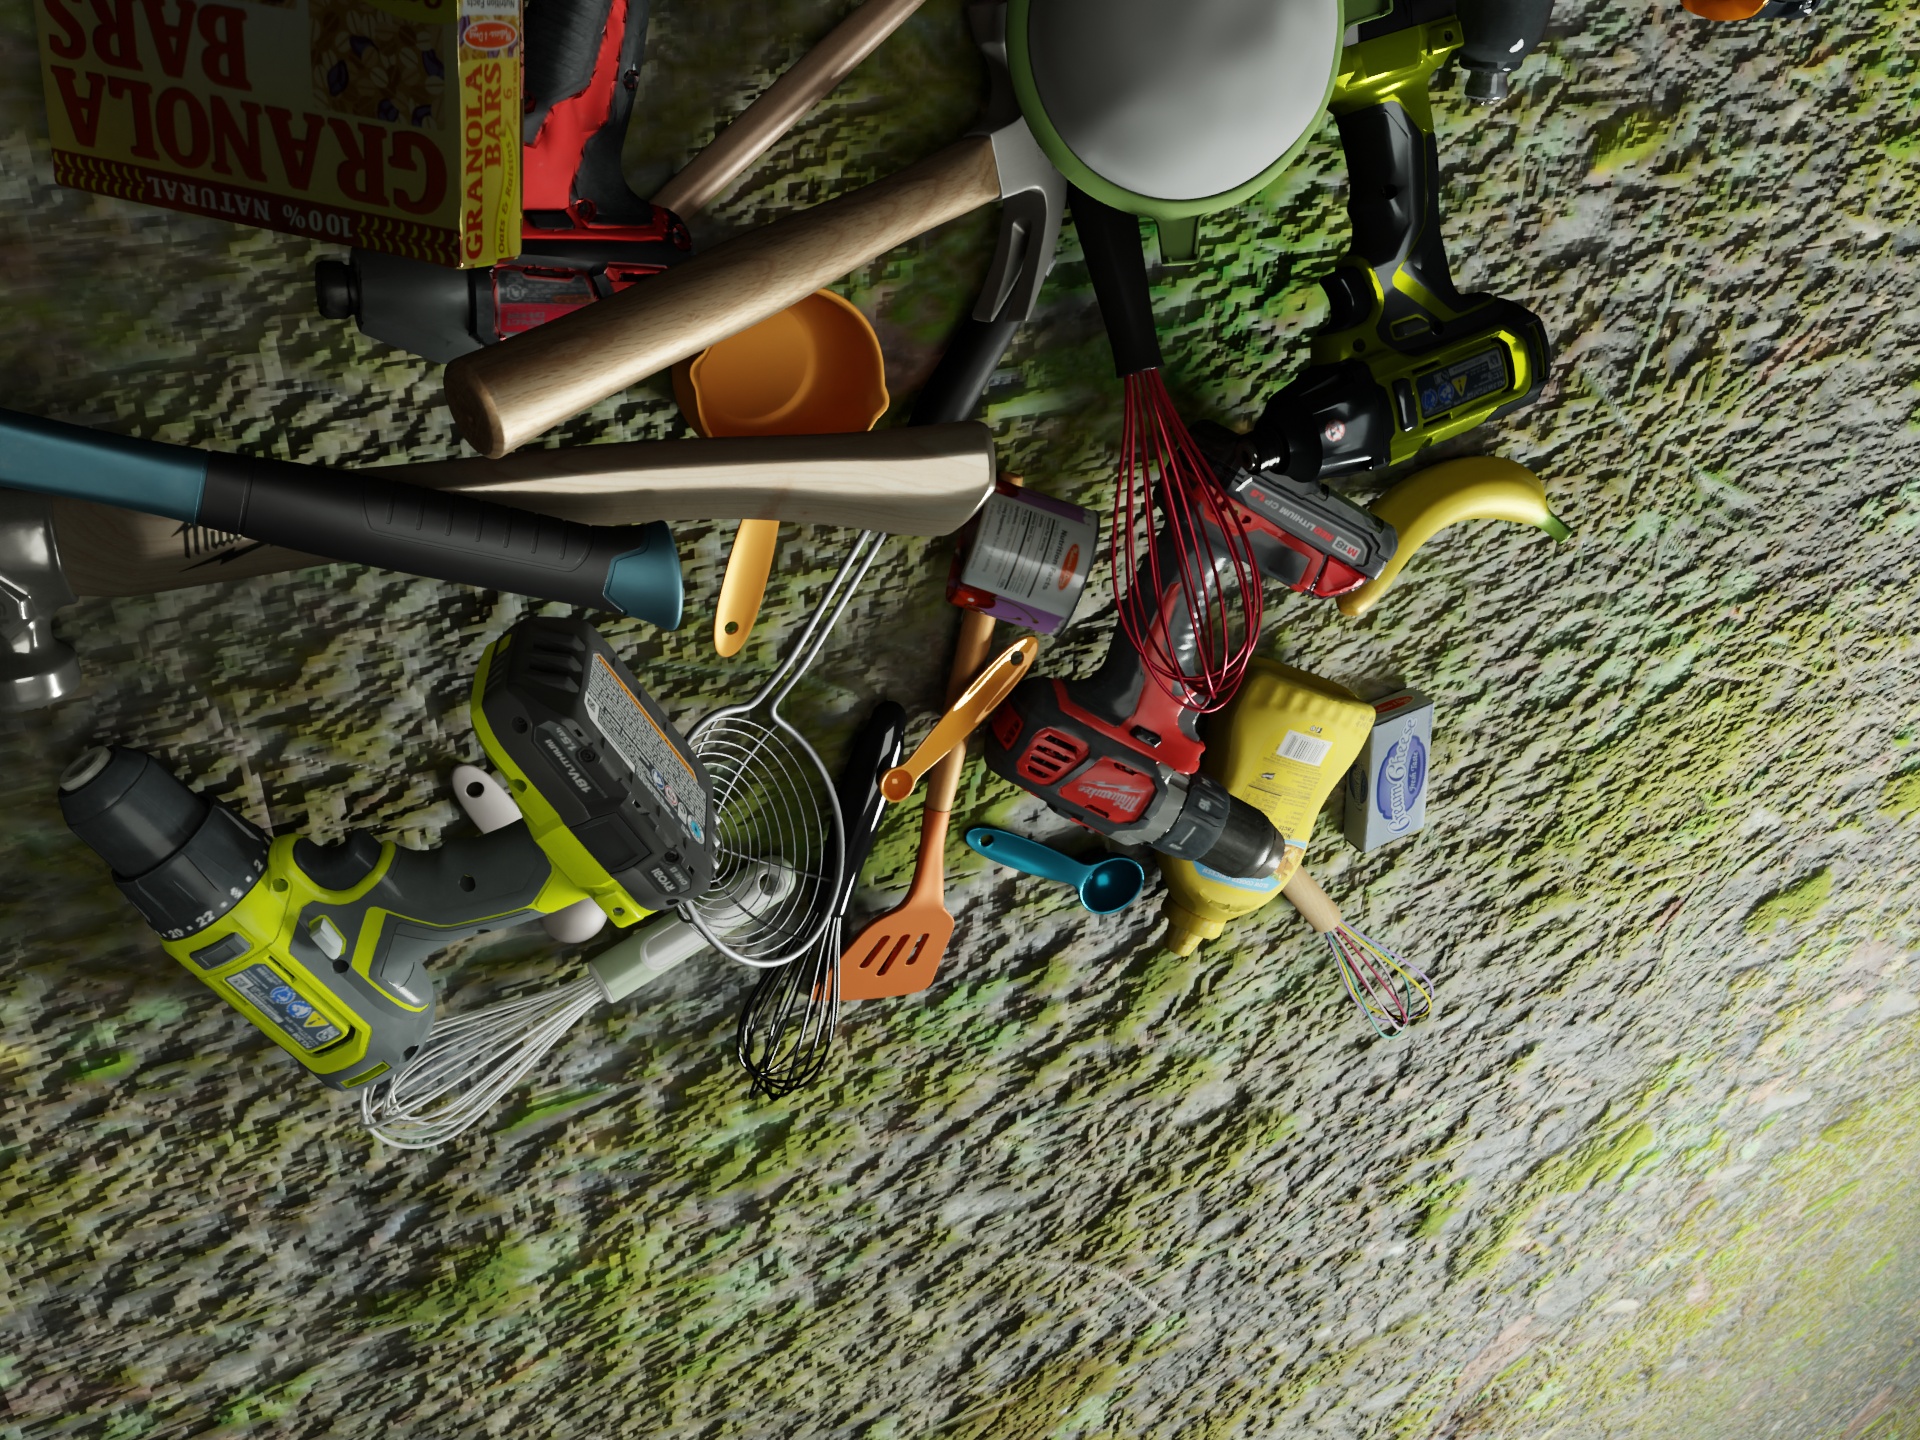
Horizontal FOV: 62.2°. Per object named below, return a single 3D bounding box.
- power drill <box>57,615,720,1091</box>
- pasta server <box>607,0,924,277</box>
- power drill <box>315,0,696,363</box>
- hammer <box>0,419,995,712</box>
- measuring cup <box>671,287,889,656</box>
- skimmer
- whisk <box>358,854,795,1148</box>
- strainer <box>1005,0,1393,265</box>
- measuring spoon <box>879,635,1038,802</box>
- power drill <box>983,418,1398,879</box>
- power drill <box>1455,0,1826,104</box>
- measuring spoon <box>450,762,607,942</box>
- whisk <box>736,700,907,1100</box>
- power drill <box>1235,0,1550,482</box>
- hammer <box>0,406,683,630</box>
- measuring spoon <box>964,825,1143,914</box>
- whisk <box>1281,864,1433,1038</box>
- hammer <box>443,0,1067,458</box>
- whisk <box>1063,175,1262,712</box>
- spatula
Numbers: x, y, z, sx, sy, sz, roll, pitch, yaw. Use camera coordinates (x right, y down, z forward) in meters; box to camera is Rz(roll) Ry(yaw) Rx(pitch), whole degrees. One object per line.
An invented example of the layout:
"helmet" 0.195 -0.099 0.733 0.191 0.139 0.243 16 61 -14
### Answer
"power drill" -0.238 0.050 0.674 0.228 0.080 0.190 -25 124 11
"pasta server" -0.039 -0.296 0.670 0.316 0.040 0.060 -42 130 1
"power drill" -0.167 -0.239 0.582 0.143 0.079 0.219 -8 118 -25
"hammer" -0.184 -0.098 0.638 0.410 0.038 0.146 -8 119 -16
"measuring cup" -0.095 -0.117 0.719 0.095 0.052 0.173 3 116 -32
"skimmer" -0.035 -0.056 0.762 0.127 0.090 0.363 20 103 -51
"whisk" -0.190 0.137 0.808 0.246 0.059 0.057 -31 100 -19
"strainer" 0.058 -0.313 0.630 0.256 0.069 0.151 36 96 -21
"measuring spoon" -0.001 -0.003 0.833 0.117 0.011 0.021 -46 123 -10
"power drill" 0.142 -0.027 0.871 0.187 0.080 0.226 27 103 -19
"power drill" 0.345 -0.405 0.809 0.226 0.084 0.164 -12 122 -21
"measuring spoon" -0.209 0.067 0.772 0.034 0.018 0.124 -35 128 -10
"whisk" -0.073 0.100 0.858 0.055 0.055 0.239 10 106 -35
"power drill" 0.186 -0.234 0.762 0.171 0.080 0.223 -23 107 -19
"hammer" -0.259 -0.083 0.578 0.330 0.033 0.128 10 111 -24
"measuring spoon" 0.053 0.081 0.947 0.128 0.021 0.042 22 110 -29
"whisk" 0.257 0.149 1.092 0.051 0.047 0.244 -53 126 -11
"hammer" -0.061 -0.183 0.631 0.331 0.031 0.130 -39 128 -37
"whisk" 0.090 -0.147 0.757 0.073 0.073 0.296 -17 99 -23
"spatula" -0.012 0.021 0.866 0.081 0.041 0.322 1 111 -32
